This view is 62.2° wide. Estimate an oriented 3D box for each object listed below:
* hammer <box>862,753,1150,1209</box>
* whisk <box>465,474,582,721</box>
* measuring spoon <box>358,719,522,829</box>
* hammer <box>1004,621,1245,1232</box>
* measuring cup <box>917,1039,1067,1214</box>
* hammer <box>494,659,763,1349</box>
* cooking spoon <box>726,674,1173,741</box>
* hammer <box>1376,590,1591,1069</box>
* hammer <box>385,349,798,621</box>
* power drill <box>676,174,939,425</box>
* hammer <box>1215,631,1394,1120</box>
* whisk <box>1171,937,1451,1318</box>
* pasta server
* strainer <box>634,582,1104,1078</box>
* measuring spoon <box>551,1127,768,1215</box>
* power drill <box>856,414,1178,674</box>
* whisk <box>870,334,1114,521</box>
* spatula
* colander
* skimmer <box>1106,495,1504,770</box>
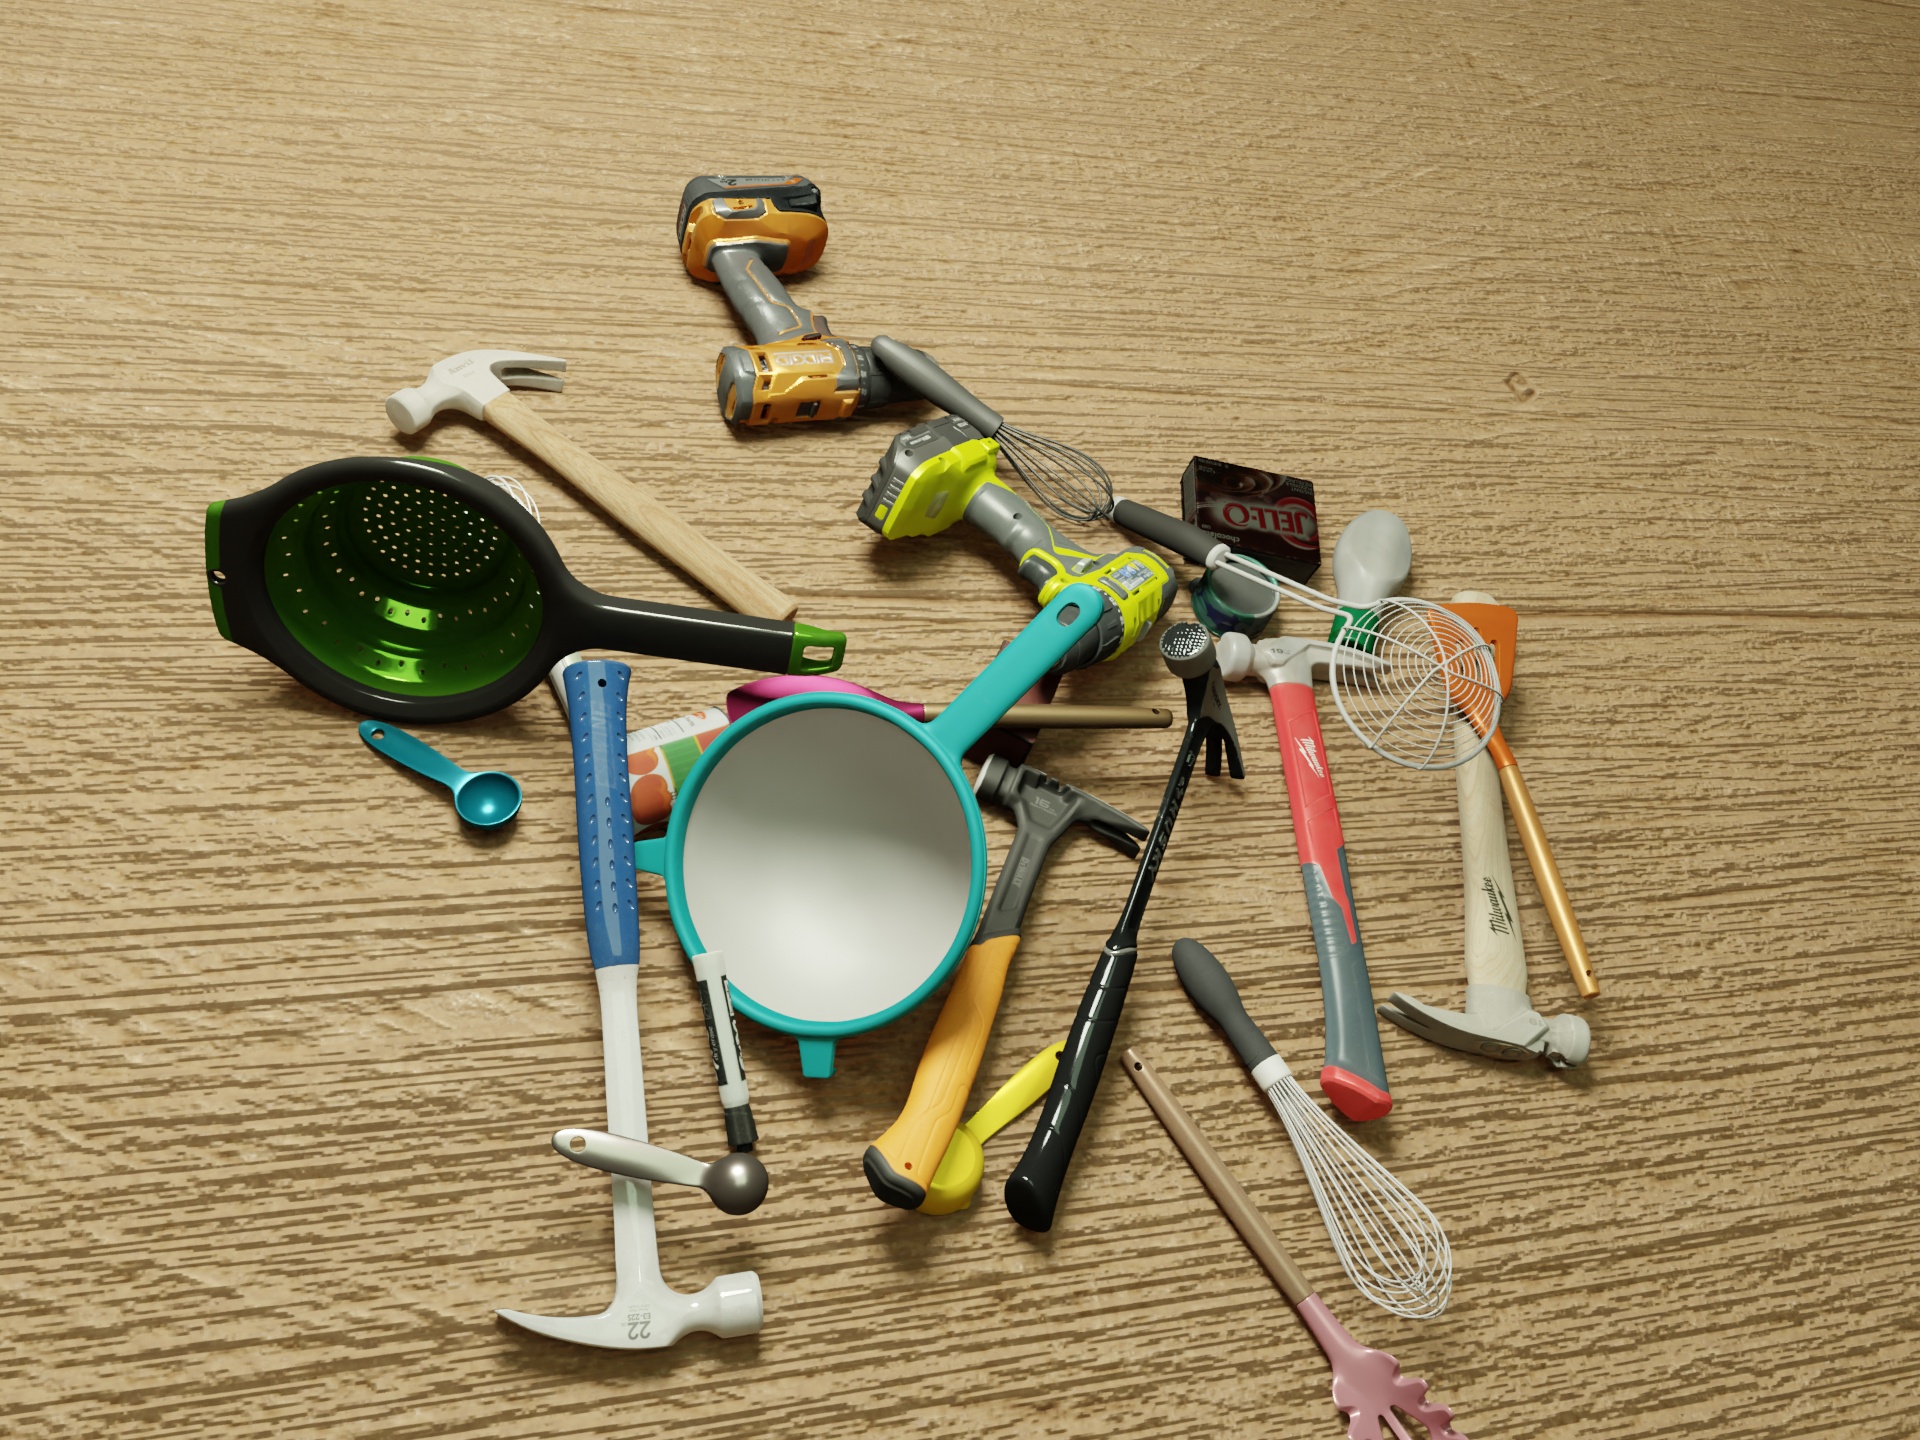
[{"bbox_3d":[0.023,0.165,1.025,0.127,0.034,0.337,24,48,1],"label":"hammer"},{"bbox_3d":[-0.291,-0.072,1.108,0.059,0.058,0.246,0,56,-53],"label":"whisk"},{"bbox_3d":[-0.342,0.036,1.042,0.129,0.021,0.042,28,54,14],"label":"measuring spoon"},{"bbox_3d":[0.112,0.137,1.053,0.036,0.149,0.409,6,58,29],"label":"hammer"},{"bbox_3d":[0.022,0.245,0.994,0.156,0.029,0.062,-35,72,-30],"label":"measuring cup"},{"bbox_3d":[-0.208,0.157,0.938,0.144,0.035,0.406,-3,70,-17],"label":"hammer"},{"bbox_3d":[-0.002,-0.003,1.094,0.318,0.017,0.069,1,40,-17],"label":"cooking spoon"},{"bbox_3d":[0.391,0.062,1.222,0.146,0.038,0.411,14,54,-5],"label":"hammer"},{"bbox_3d":[-0.258,-0.171,1.186,0.331,0.031,0.130,36,49,7],"label":"hammer"},{"bbox_3d":[-0.128,-0.344,1.318,0.185,0.084,0.226,-9,64,-24],"label":"power drill"},{"bbox_3d":[0.277,0.101,1.154,0.143,0.038,0.387,7,54,-13],"label":"hammer"},{"bbox_3d":[0.221,0.256,1.031,0.070,0.070,0.285,-19,59,-26],"label":"whisk"},{"bbox_3d":[0.196,0.333,0.983,0.060,0.040,0.316,-35,68,-5],"label":"pasta server"},{"bbox_3d":[-0.029,0.046,0.999,0.340,0.095,0.211,-45,74,8],"label":"strainer"},{"bbox_3d":[-0.166,0.247,0.884,0.124,0.018,0.034,16,66,-8],"label":"measuring spoon"},{"bbox_3d":[0.039,-0.125,1.190,0.228,0.080,0.190,38,32,11],"label":"power drill"},{"bbox_3d":[0.027,-0.234,1.278,0.239,0.055,0.055,35,54,-8],"label":"whisk"},{"bbox_3d":[0.421,0.053,1.189,0.081,0.041,0.323,0,57,-14],"label":"spatula"},{"bbox_3d":[-0.272,-0.092,1.043,0.397,0.204,0.095,8,39,-10],"label":"colander"},{"bbox_3d":[0.242,-0.080,1.205,0.127,0.090,0.364,-36,42,-19],"label":"skimmer"}]
